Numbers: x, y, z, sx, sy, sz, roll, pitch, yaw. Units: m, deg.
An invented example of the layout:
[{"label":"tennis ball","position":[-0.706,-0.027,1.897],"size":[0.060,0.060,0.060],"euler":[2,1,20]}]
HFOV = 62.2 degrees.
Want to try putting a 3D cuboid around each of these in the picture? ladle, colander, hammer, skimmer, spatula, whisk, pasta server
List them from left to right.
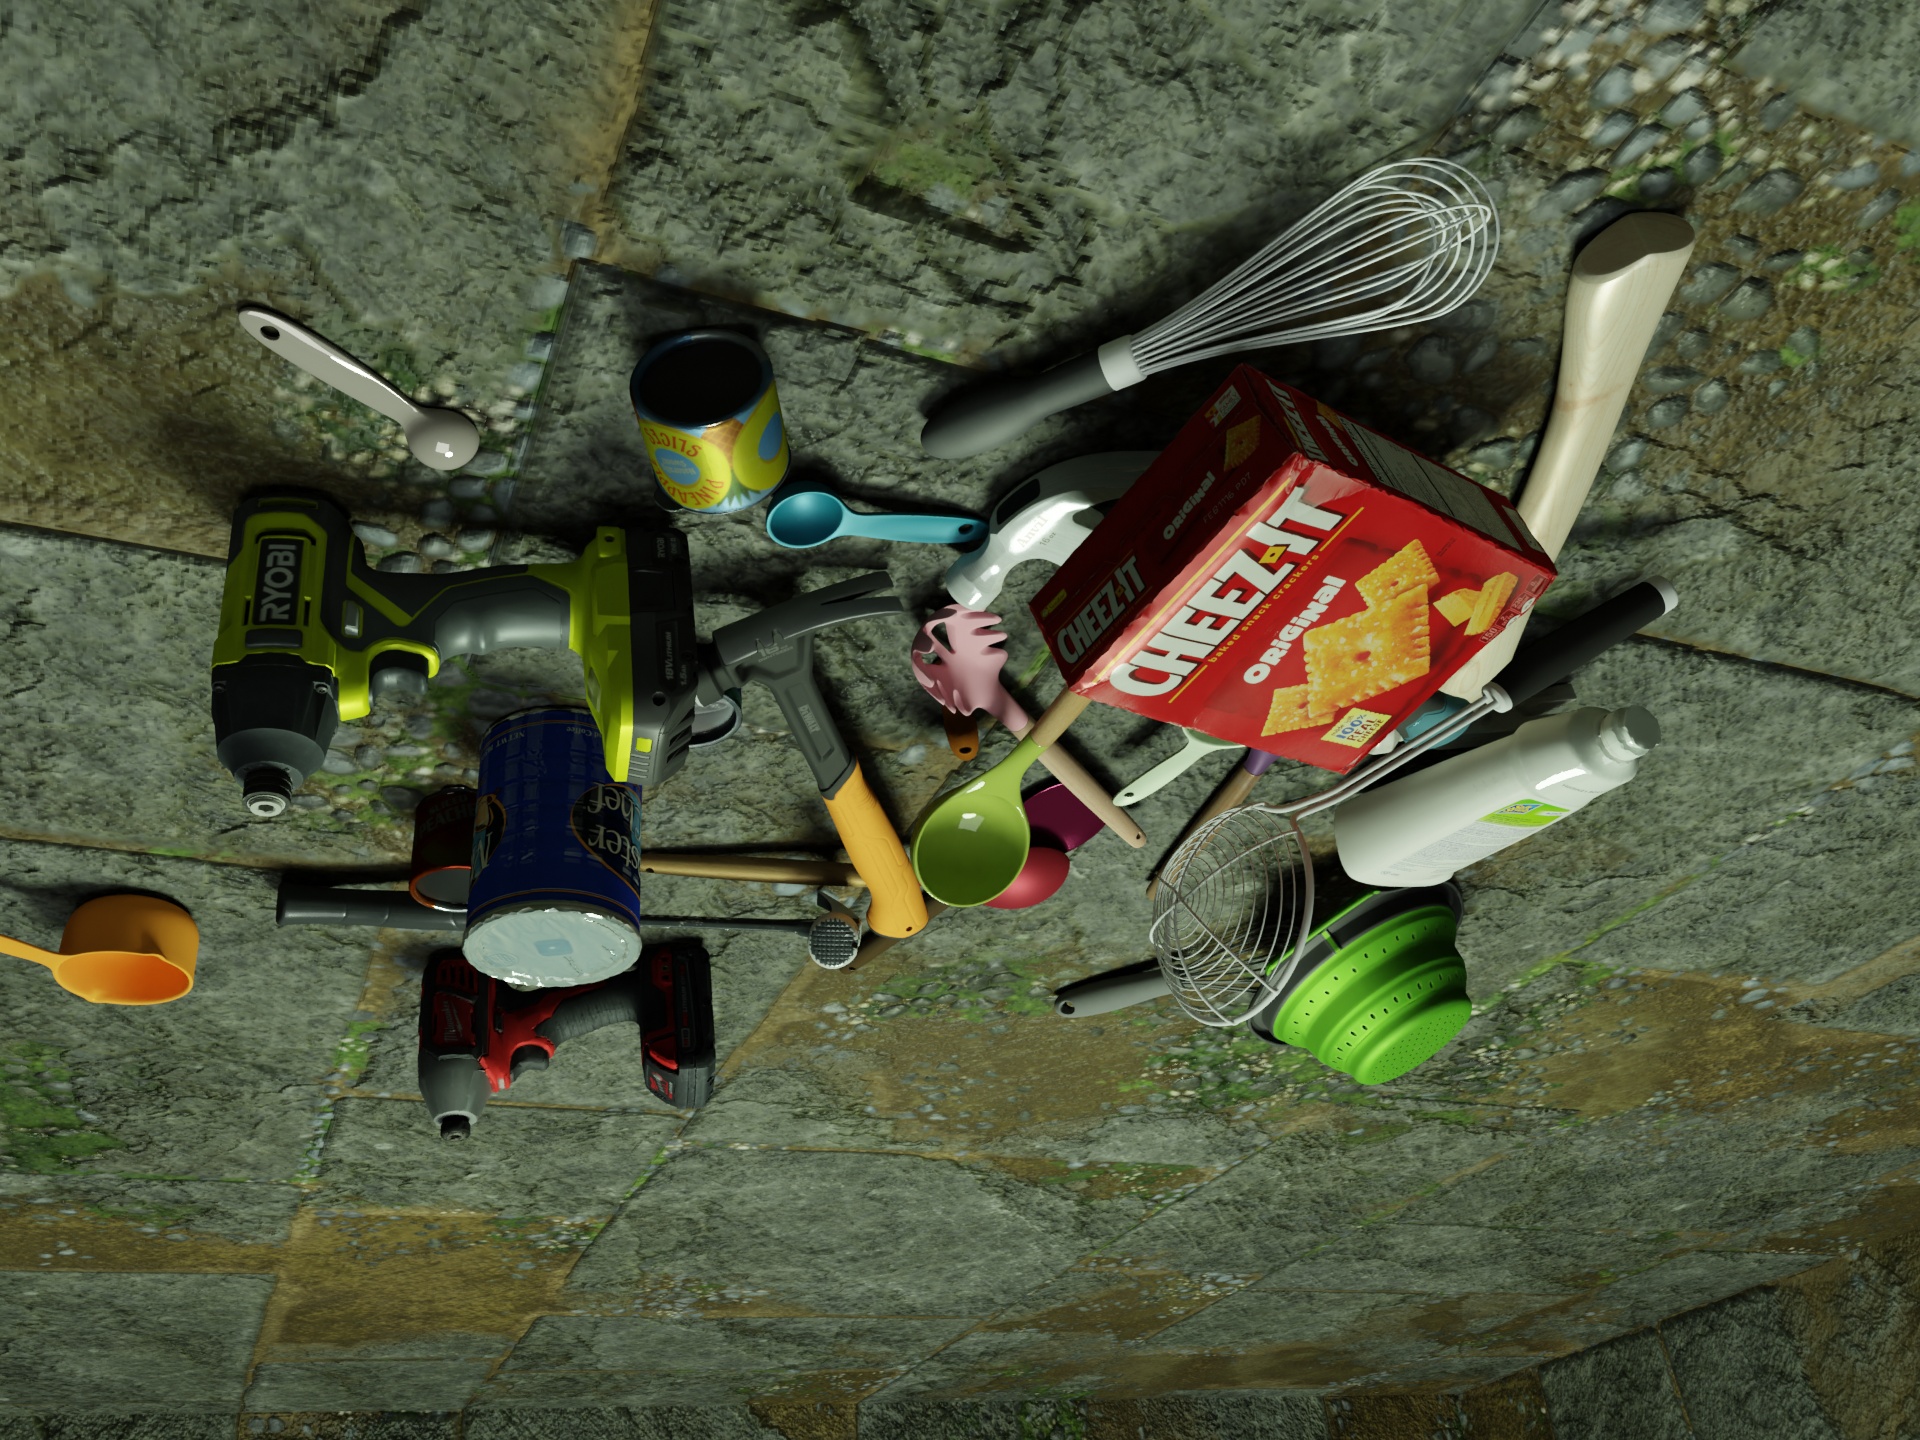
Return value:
[{"label":"hammer","position":[-0.274,0.136,1.118],"size":[0.409,0.036,0.149],"euler":[3,-179,-3]},{"label":"ladle","position":[-0.077,0.109,1.137],"size":[0.315,0.031,0.069],"euler":[3,139,-4]},{"label":"hammer","position":[-0.064,0.042,0.999],"size":[0.127,0.034,0.336],"euler":[-23,142,-3]},{"label":"pasta server","position":[0.054,0.016,1.013],"size":[0.060,0.040,0.315],"euler":[-56,138,-8]},{"label":"ladle","position":[0.061,0.004,0.905],"size":[0.078,0.062,0.320],"euler":[11,139,-25]},{"label":"whisk","position":[0.188,0.221,1.351],"size":[0.239,0.055,0.055],"euler":[-18,145,24]},{"label":"whisk","position":[0.104,-0.176,0.733],"size":[0.284,0.070,0.070],"euler":[-19,145,25]},{"label":"spatula","position":[0.197,0.047,1.113],"size":[0.059,0.018,0.315],"euler":[11,143,-14]},{"label":"hammer","position":[0.162,-0.054,0.904],"size":[0.330,0.033,0.128],"euler":[23,132,-26]},{"label":"colander","position":[0.376,0.254,1.346],"size":[0.204,0.095,0.396],"euler":[-39,147,9]},{"label":"skimmer","position":[0.264,0.040,0.913],"size":[0.363,0.127,0.090],"euler":[-31,118,-7]},{"label":"hammer","position":[0.331,-0.108,0.889],"size":[0.146,0.038,0.410],"euler":[-6,146,-3]}]

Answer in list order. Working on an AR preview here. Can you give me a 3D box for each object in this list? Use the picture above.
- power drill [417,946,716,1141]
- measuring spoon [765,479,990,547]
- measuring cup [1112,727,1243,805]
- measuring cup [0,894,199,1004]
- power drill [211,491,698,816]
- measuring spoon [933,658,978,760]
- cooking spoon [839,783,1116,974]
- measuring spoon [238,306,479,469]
[{"label":"power drill","position":[-0.301,0.245,1.217],"size":[0.219,0.143,0.078],"euler":[-1,143,-12]},{"label":"measuring spoon","position":[-0.043,-0.110,0.845],"size":[0.128,0.021,0.042],"euler":[0,143,-27]},{"label":"measuring cup","position":[0.149,0.004,1.025],"size":[0.083,0.038,0.167],"euler":[15,142,-29]},{"label":"measuring cup","position":[-0.611,0.143,1.091],"size":[0.095,0.052,0.173],"euler":[-30,138,31]},{"label":"power drill","position":[-0.248,-0.030,0.789],"size":[0.223,0.171,0.080],"euler":[0,146,-16]},{"label":"measuring spoon","position":[-0.002,-0.003,1.010],"size":[0.021,0.011,0.116],"euler":[-8,146,2]},{"label":"cooking spoon","position":[0.001,0.123,1.194],"size":[0.068,0.017,0.319],"euler":[23,136,-30]},{"label":"measuring spoon","position":[-0.278,-0.150,0.736],"size":[0.034,0.018,0.124],"euler":[-27,141,28]}]
